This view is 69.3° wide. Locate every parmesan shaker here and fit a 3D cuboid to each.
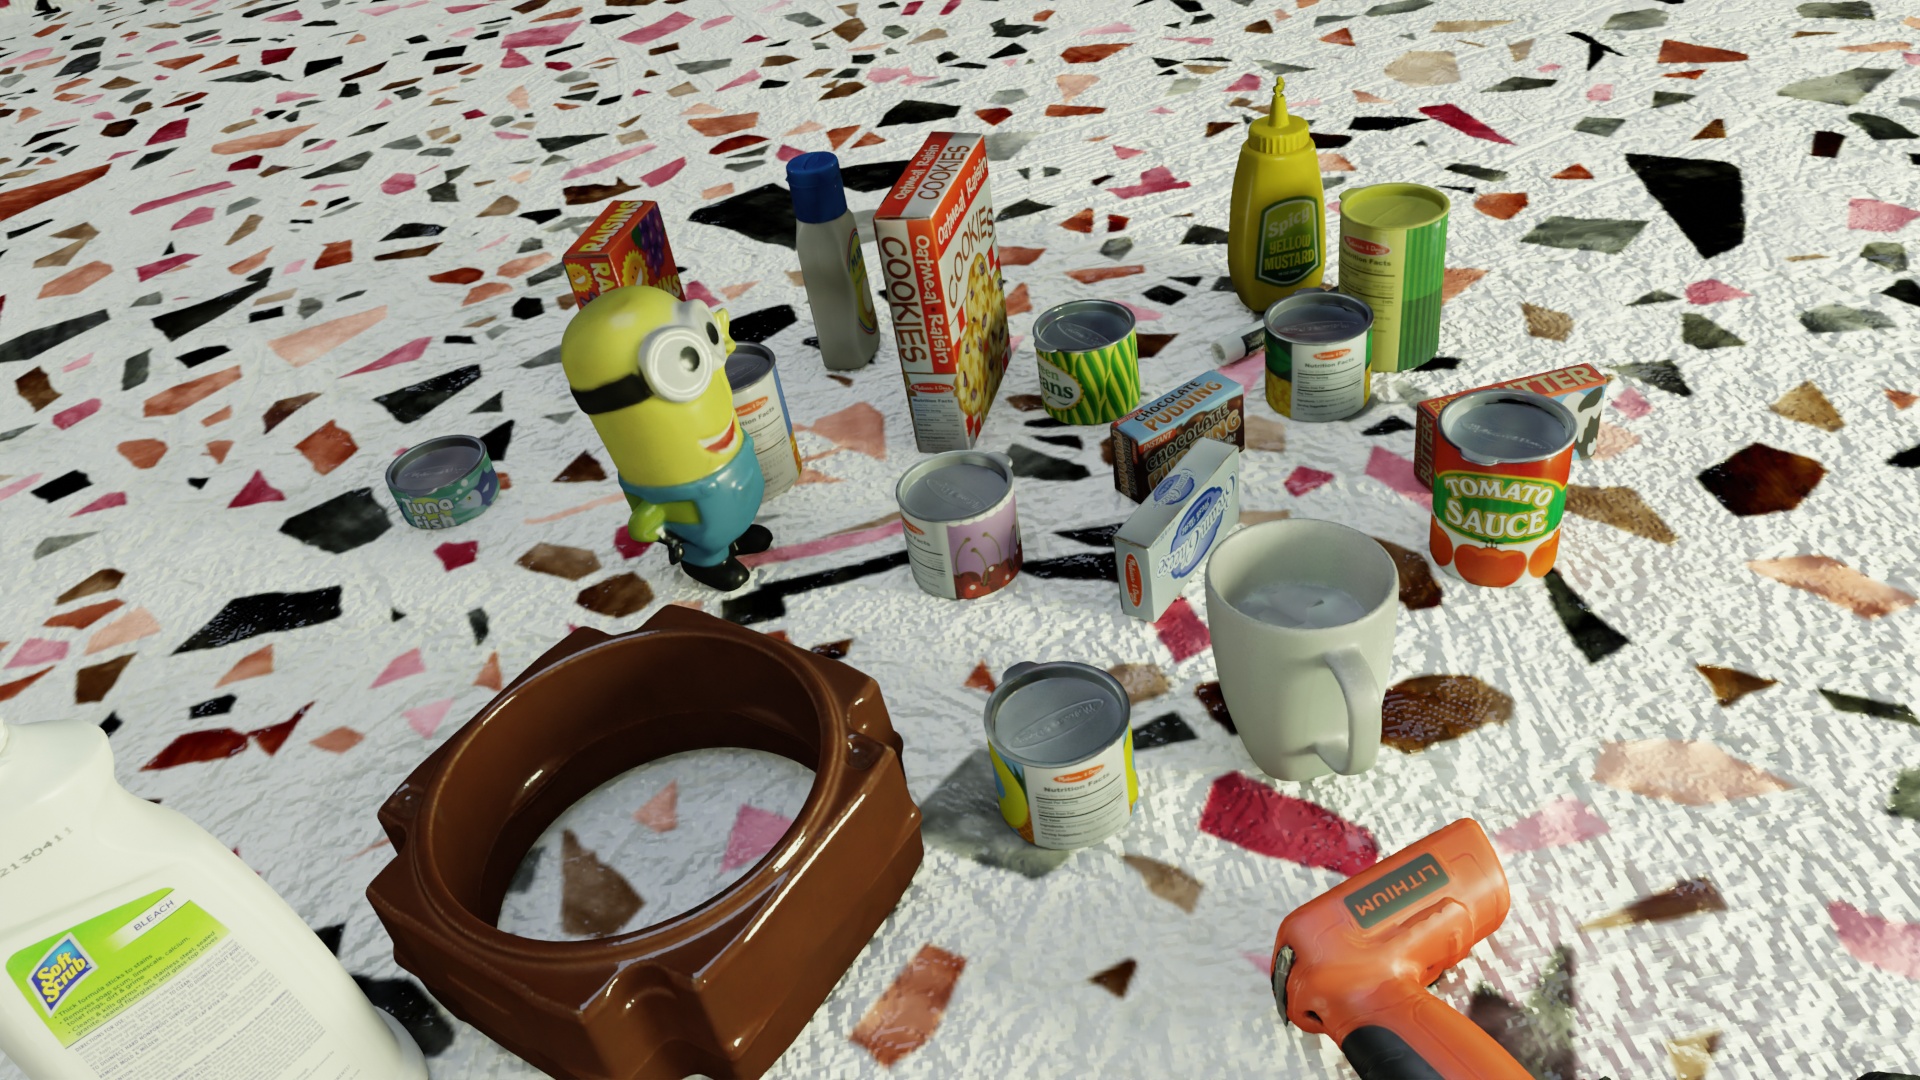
[{"bbox_3d":[0.275,-0.170,0.893,0.071,0.102,0.072,-6,37,5],"label":"parmesan shaker"}]

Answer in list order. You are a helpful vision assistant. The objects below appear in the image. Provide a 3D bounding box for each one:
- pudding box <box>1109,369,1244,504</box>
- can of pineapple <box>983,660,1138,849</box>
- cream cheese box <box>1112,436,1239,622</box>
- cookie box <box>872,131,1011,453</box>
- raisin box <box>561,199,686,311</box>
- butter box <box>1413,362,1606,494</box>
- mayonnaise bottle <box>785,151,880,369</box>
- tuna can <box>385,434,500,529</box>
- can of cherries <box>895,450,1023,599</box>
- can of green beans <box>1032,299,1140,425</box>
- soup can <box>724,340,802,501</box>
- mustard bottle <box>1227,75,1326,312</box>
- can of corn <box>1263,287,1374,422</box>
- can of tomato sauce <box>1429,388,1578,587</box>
[{"bbox_3d":[0.130,-0.062,0.831,0.084,0.049,0.030,-28,41,-23],"label":"pudding box"},{"bbox_3d":[0.046,0.097,0.636,0.071,0.057,0.071,-6,37,5],"label":"can of pineapple"},{"bbox_3d":[0.119,-0.007,0.758,0.024,0.053,0.104,18,45,32],"label":"cream cheese box"},{"bbox_3d":[-0.008,-0.159,0.890,0.040,0.166,0.123,3,39,16],"label":"cookie box"},{"bbox_3d":[-0.232,-0.168,0.989,0.040,0.122,0.086,2,39,16],"label":"raisin box"},{"bbox_3d":[0.311,-0.064,0.789,0.103,0.052,0.024,-13,37,-4],"label":"butter box"},{"bbox_3d":[-0.089,-0.196,0.973,0.041,0.147,0.065,-1,38,12],"label":"mayonnaise bottle"},{"bbox_3d":[-0.342,-0.037,0.919,0.071,0.032,0.071,-6,37,5],"label":"tuna can"},{"bbox_3d":[0.003,-0.010,0.784,0.071,0.058,0.072,-6,37,5],"label":"can of cherries"},{"bbox_3d":[0.083,-0.116,0.904,0.071,0.057,0.071,-6,37,5],"label":"can of green beans"},{"bbox_3d":[-0.142,-0.075,0.881,0.071,0.083,0.072,-6,37,5],"label":"soup can"},{"bbox_3d":[0.215,-0.235,0.945,0.065,0.159,0.049,-14,37,-5],"label":"mustard bottle"},{"bbox_3d":[0.224,-0.117,0.873,0.071,0.058,0.071,-6,37,5],"label":"can of corn"},{"bbox_3d":[0.280,-0.026,0.722,0.071,0.082,0.071,-6,37,5],"label":"can of tomato sauce"}]
